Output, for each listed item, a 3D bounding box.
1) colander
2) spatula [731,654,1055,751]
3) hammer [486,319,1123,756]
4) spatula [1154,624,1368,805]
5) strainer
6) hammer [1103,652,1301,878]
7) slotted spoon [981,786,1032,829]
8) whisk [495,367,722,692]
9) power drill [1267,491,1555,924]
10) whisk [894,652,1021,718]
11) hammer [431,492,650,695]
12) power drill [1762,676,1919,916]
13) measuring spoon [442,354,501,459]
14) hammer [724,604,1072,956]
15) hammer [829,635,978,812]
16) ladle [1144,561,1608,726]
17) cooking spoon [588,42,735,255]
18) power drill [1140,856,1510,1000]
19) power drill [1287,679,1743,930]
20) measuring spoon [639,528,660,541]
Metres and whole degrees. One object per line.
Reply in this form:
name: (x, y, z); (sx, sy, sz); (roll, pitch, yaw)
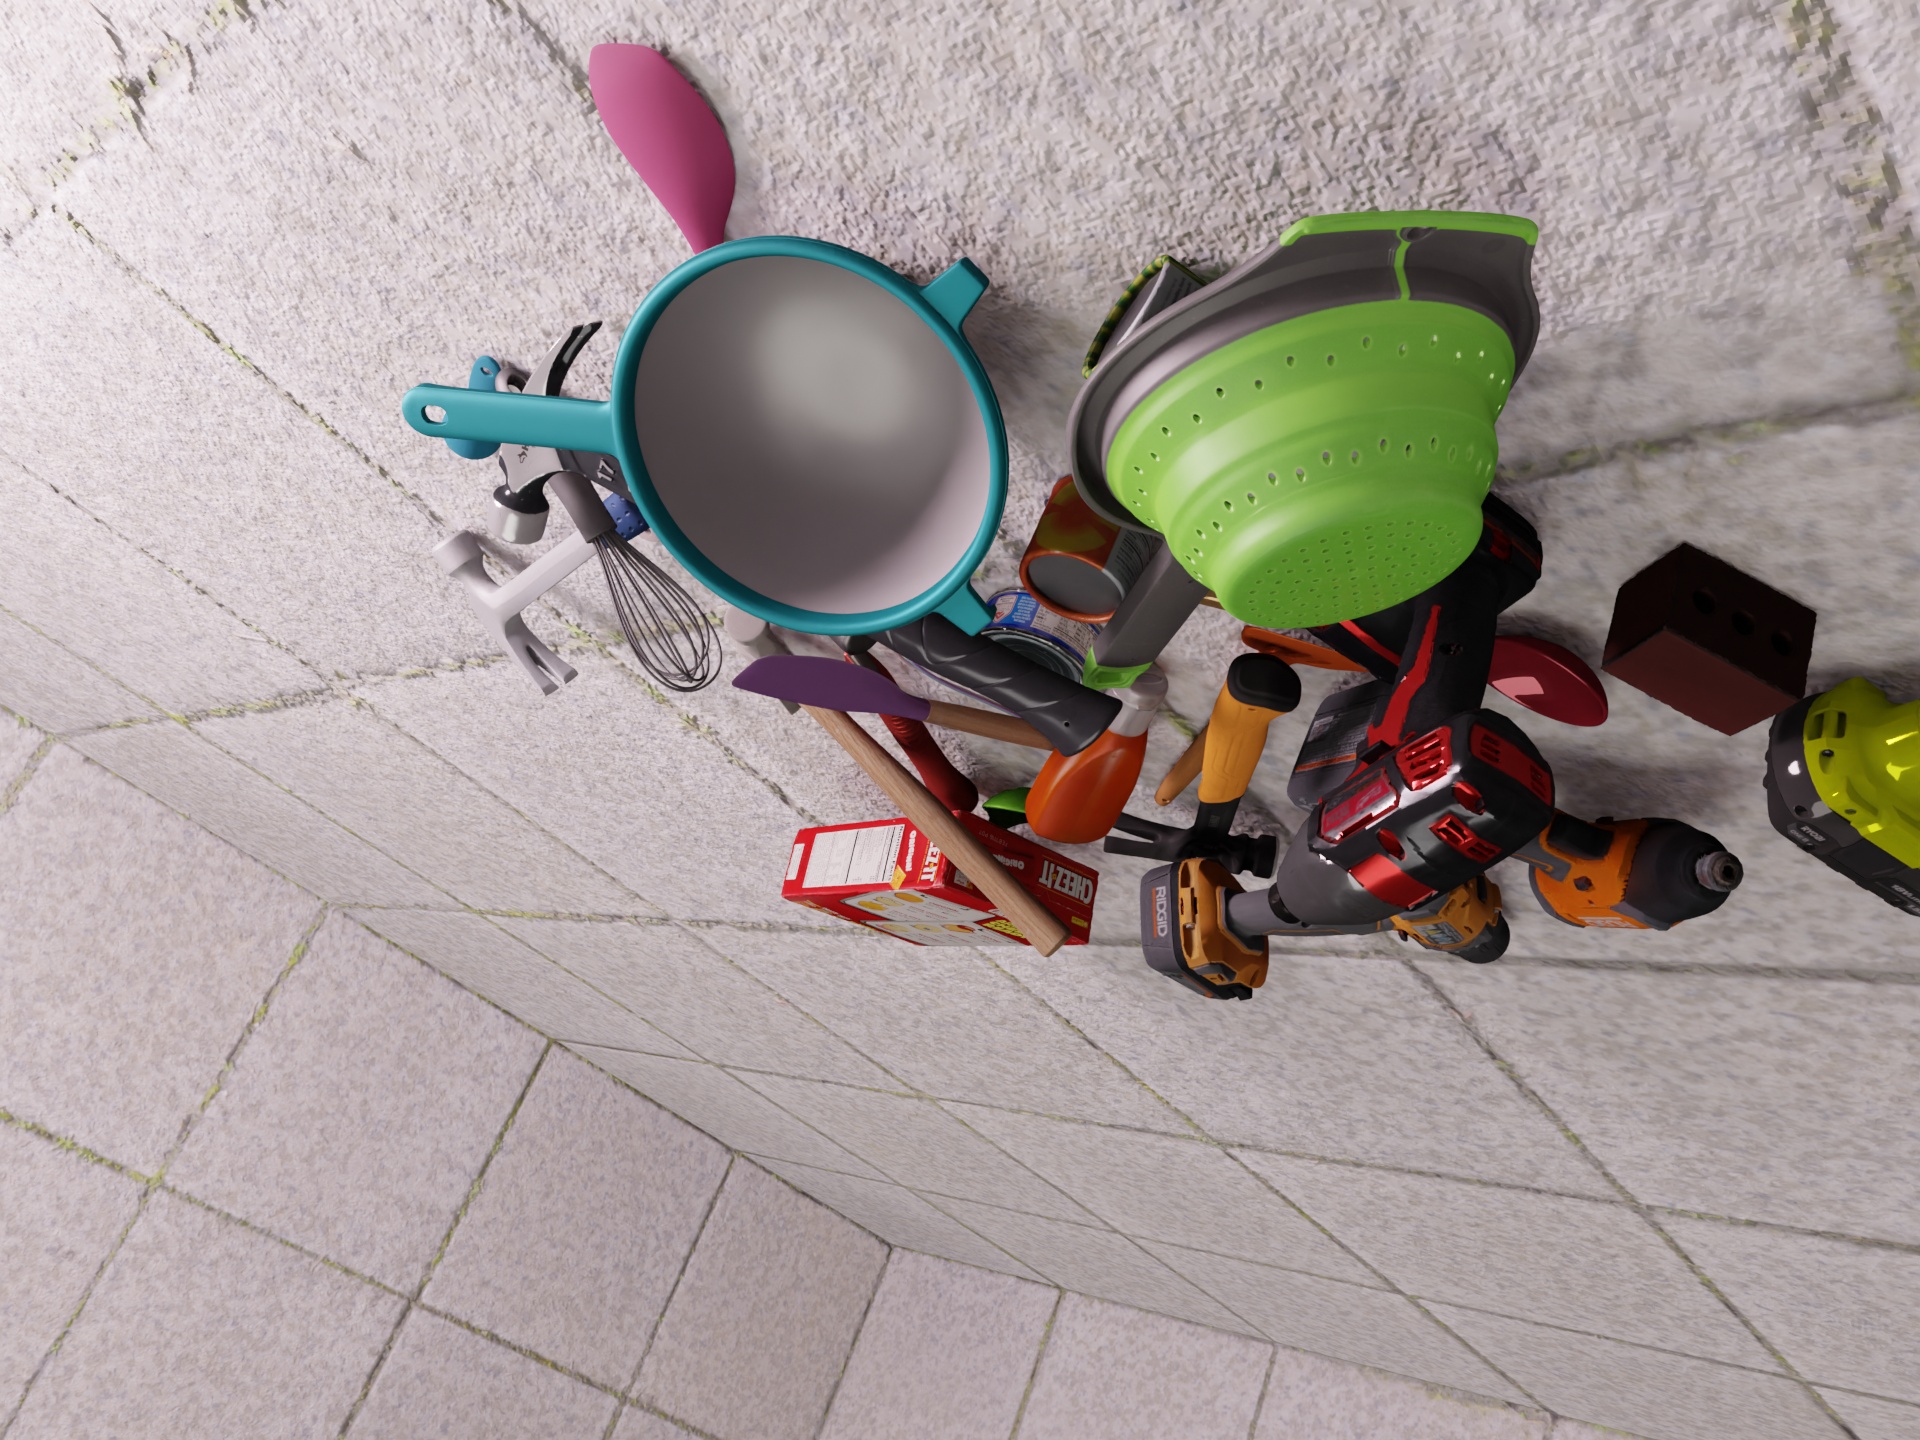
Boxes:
colander: (0.135, -0.069, 0.742); (0.204, 0.095, 0.397); (-5, 158, -16)
spatula: (-0.002, -0.003, 1.038); (0.315, 0.018, 0.060); (13, 148, -36)
hammer: (-0.092, -0.091, 0.923); (0.409, 0.036, 0.149); (28, 119, 11)
spatula: (0.172, 0.004, 1.015); (0.081, 0.041, 0.322); (16, 156, -3)
strainer: (-0.127, -0.165, 0.845); (0.340, 0.095, 0.210); (8, 123, 16)
hammer: (0.163, 0.035, 1.025); (0.127, 0.034, 0.336); (9, 159, 6)
slotted spoon: (0.009, 0.099, 1.349); (0.070, 0.031, 0.313); (12, 161, -19)
whisk: (-0.228, -0.122, 1.020); (0.239, 0.055, 0.055); (59, 148, -4)
power drill: (0.205, -0.005, 0.744); (0.078, 0.220, 0.143); (32, 136, -15)
whisk: (0.038, -0.015, 1.103); (0.244, 0.051, 0.047); (35, 171, -31)
hammer: (-0.250, -0.123, 1.105); (0.405, 0.035, 0.144); (-20, 107, 51)
power drill: (0.504, 0.014, 0.718); (0.171, 0.080, 0.223); (30, 150, -12)
measuring spoon: (-0.325, -0.205, 1.060); (0.042, 0.021, 0.128); (30, 155, -12)
hammer: (-0.046, 0.046, 1.154); (0.331, 0.031, 0.130); (45, 172, 8)
hammer: (-0.059, -0.023, 1.134); (0.149, 0.037, 0.358); (44, 173, 30)
ladle: (0.203, -0.056, 0.894); (0.315, 0.031, 0.069); (16, 160, 20)
cooking spoon: (-0.123, -0.224, 0.860); (0.069, 0.017, 0.318); (12, 151, 21)
power drill: (0.262, 0.141, 1.109); (0.226, 0.084, 0.185); (-14, 152, 29)
power drill: (0.320, 0.055, 0.911); (0.226, 0.084, 0.164); (24, 171, -6)
measuring spoon: (-0.190, -0.139, 1.087); (0.124, 0.018, 0.034); (-2, 126, 53)
